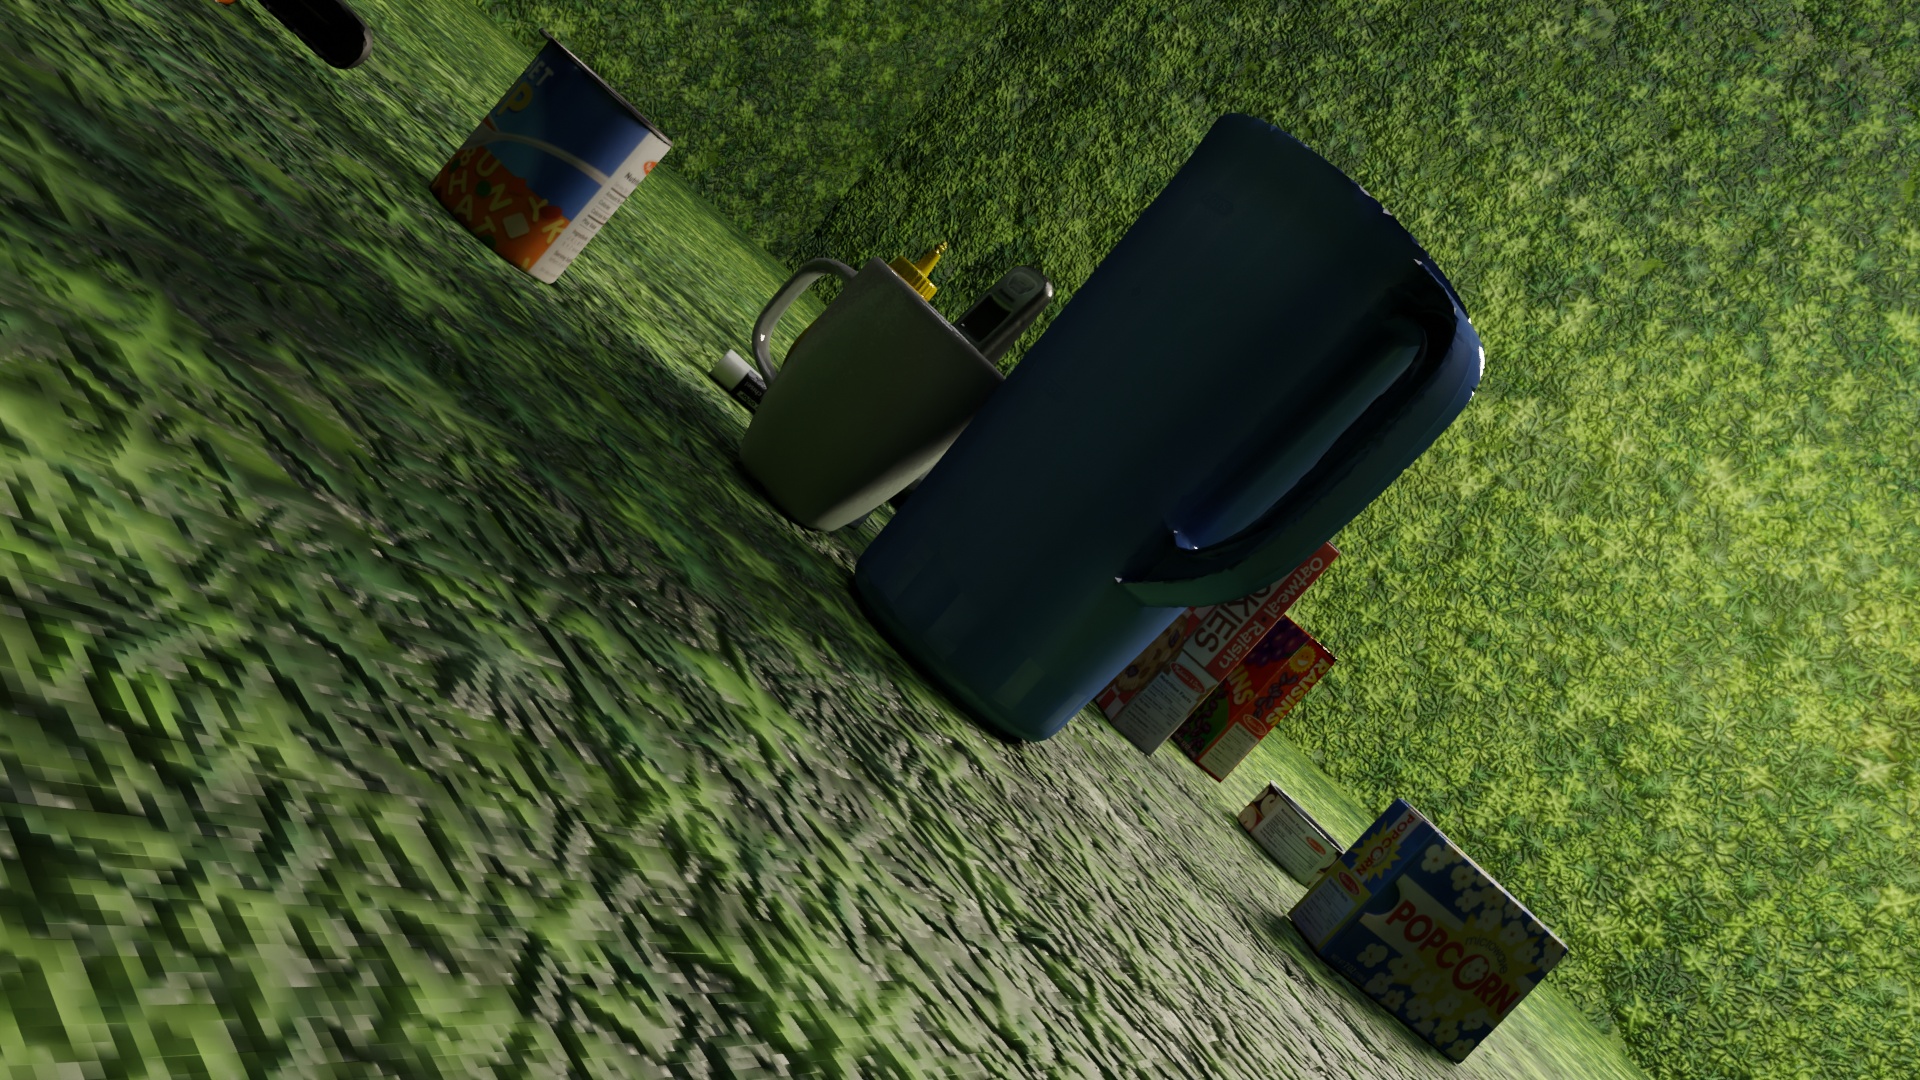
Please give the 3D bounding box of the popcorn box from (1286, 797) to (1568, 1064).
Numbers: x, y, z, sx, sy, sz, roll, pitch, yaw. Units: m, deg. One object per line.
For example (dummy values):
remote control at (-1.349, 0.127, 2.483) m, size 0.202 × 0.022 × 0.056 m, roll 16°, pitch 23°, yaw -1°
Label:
popcorn box at (0.240, 0.201, 0.711) m, size 0.126 × 0.085 × 0.038 m, roll 40°, pitch 5°, yaw -24°

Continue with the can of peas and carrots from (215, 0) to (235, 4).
can of peas and carrots at (-0.314, -0.267, 0.572) m, size 0.071 × 0.058 × 0.071 m, roll 42°, pitch 5°, yaw -4°

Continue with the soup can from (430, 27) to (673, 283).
soup can at (-0.180, -0.166, 0.605) m, size 0.071 × 0.083 × 0.071 m, roll 42°, pitch 5°, yaw -4°

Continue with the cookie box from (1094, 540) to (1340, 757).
cookie box at (0.145, 0.040, 0.872) m, size 0.040 × 0.167 × 0.123 m, roll 41°, pitch 5°, yaw -17°

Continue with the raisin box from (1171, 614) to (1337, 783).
raisin box at (0.203, 0.104, 1.023) m, size 0.040 × 0.123 × 0.086 m, roll 39°, pitch 5°, yaw -33°

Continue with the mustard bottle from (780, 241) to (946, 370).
mustard bottle at (-0.065, -0.168, 1.057) m, size 0.065 × 0.160 × 0.049 m, roll 38°, pitch 6°, yaw -43°

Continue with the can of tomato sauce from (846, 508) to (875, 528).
can of tomato sauce at (-0.050, -0.059, 0.697) m, size 0.071 × 0.083 × 0.071 m, roll 42°, pitch 5°, yaw -4°

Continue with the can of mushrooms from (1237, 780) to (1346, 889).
can of mushrooms at (0.213, 0.190, 0.895) m, size 0.071 × 0.033 × 0.071 m, roll 42°, pitch 5°, yaw -4°
